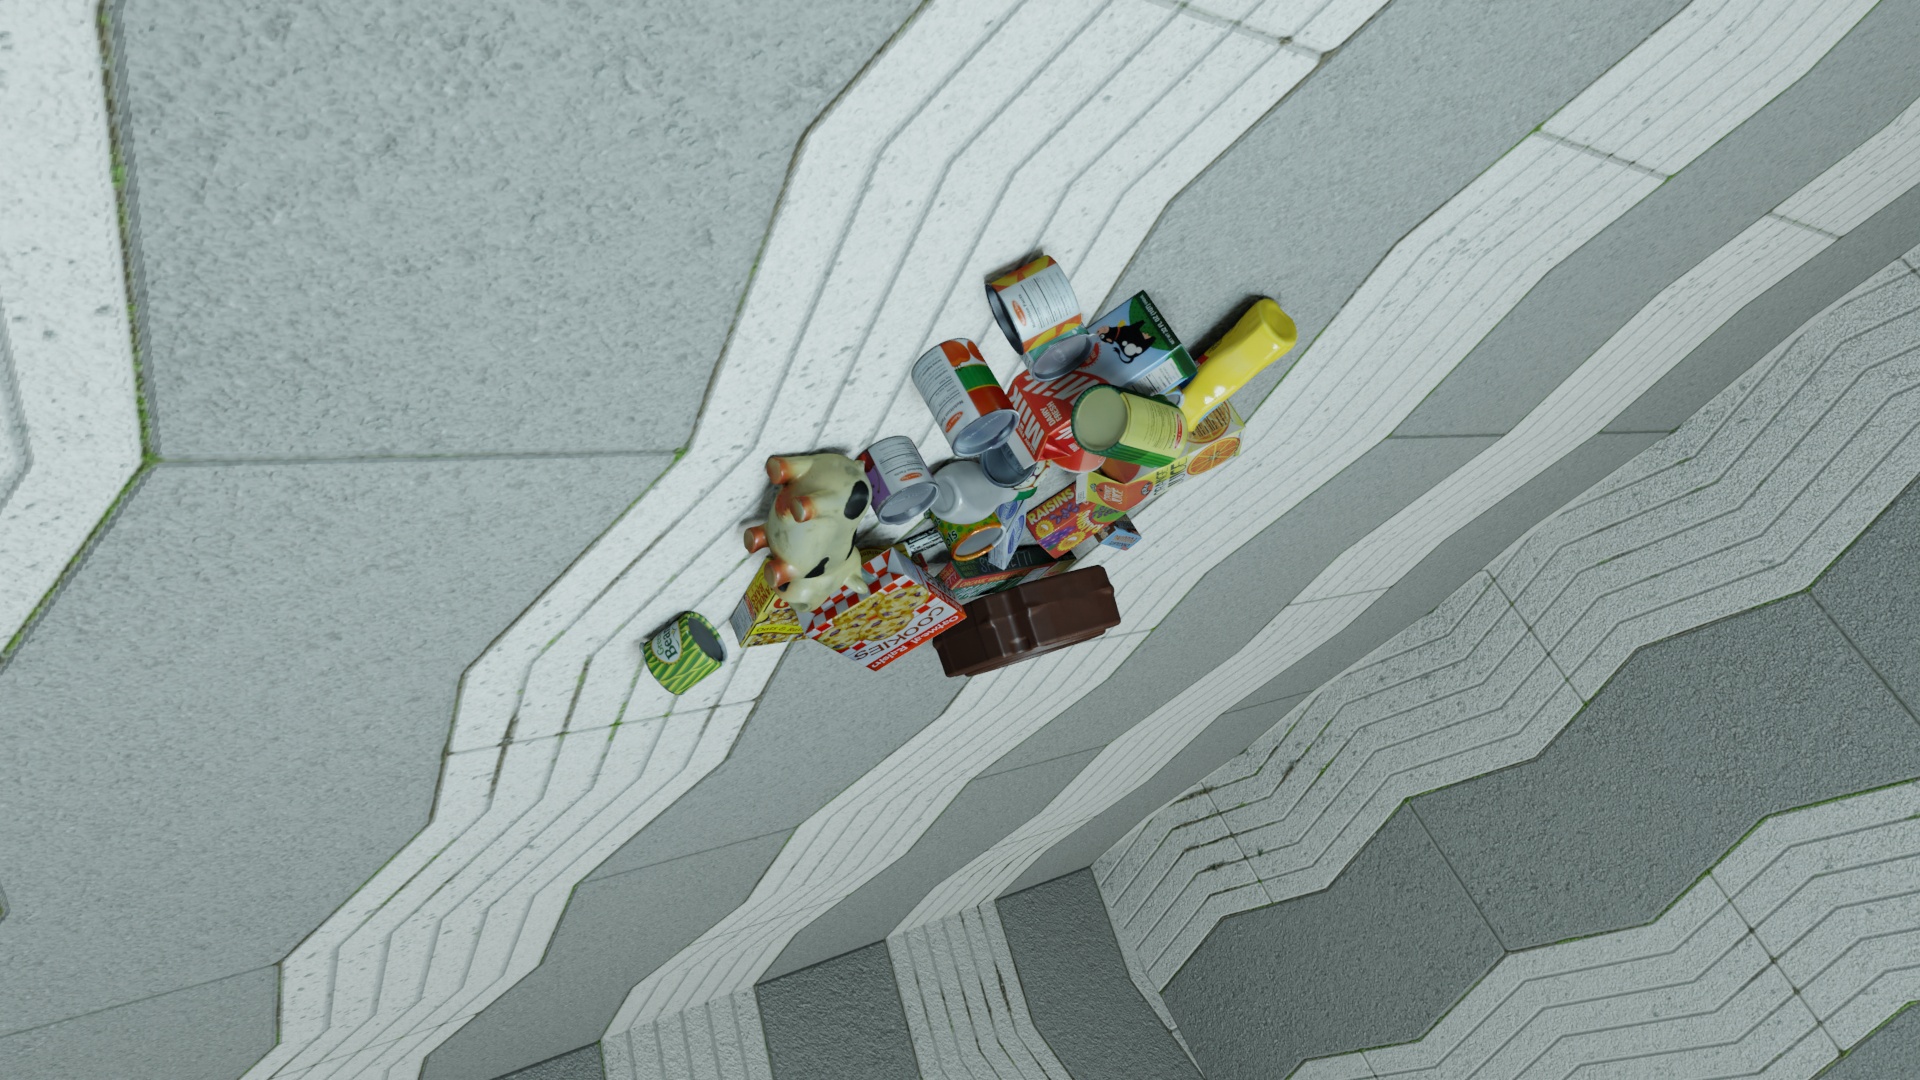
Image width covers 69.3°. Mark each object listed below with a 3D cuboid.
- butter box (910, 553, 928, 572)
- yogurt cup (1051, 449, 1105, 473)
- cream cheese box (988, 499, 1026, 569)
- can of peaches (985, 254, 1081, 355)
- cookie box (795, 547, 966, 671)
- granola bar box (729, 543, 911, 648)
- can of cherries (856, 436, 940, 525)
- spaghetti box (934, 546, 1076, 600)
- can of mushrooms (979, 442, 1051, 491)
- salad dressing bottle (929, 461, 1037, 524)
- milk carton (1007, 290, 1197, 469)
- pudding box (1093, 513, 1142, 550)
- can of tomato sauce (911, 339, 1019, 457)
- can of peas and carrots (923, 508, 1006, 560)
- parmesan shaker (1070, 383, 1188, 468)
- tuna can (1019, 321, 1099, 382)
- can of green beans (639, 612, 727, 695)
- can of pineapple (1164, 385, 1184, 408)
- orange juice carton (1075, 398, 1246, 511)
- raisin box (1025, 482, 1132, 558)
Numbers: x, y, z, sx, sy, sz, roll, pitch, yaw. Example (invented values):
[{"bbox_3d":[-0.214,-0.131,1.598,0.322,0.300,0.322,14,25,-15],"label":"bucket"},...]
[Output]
[{"bbox_3d":[-0.065,0.052,1.593,0.053,0.024,0.103,-24,157,-14],"label":"butter box"},{"bbox_3d":[0.122,-0.111,1.422,0.072,0.072,0.053,-18,147,-25],"label":"yogurt cup"},{"bbox_3d":[0.052,-0.012,1.563,0.053,0.024,0.103,-62,168,-22],"label":"cream cheese box"},{"bbox_3d":[0.061,-0.198,1.163,0.058,0.071,0.071,-28,157,-4],"label":"can of peaches"},{"bbox_3d":[-0.082,0.075,1.469,0.123,0.040,0.167,-31,153,11],"label":"cookie box"},{"bbox_3d":[-0.146,0.059,1.474,0.166,0.039,0.123,-6,148,-35],"label":"granola bar box"},{"bbox_3d":[-0.063,-0.056,1.323,0.071,0.058,0.071,-26,157,-11],"label":"can of cherries"},{"bbox_3d":[0.053,0.037,1.664,0.050,0.029,0.251,-45,159,31],"label":"spaghetti box"},{"bbox_3d":[0.057,-0.085,1.393,0.071,0.071,0.033,-38,156,20],"label":"can of mushrooms"},{"bbox_3d":[0.026,-0.053,1.436,0.044,0.064,0.148,-32,168,36],"label":"salad dressing bottle"},{"bbox_3d":[0.123,-0.147,1.332,0.190,0.072,0.073,-34,156,10],"label":"milk carton"},{"bbox_3d":[0.186,-0.018,1.709,0.030,0.050,0.084,-39,155,19],"label":"pudding box"},{"bbox_3d":[0.005,-0.125,1.223,0.071,0.083,0.071,-25,157,-11],"label":"can of tomato sauce"},{"bbox_3d":[0.005,-0.019,1.481,0.071,0.059,0.070,-25,156,-11],"label":"can of peas and carrots"},{"bbox_3d":[0.155,-0.108,1.278,0.071,0.071,0.103,-42,152,27],"label":"parmesan shaker"},{"bbox_3d":[0.089,-0.180,1.273,0.071,0.033,0.070,-25,157,-11],"label":"tuna can"},{"bbox_3d":[-0.280,0.115,1.415,0.057,0.071,0.071,-35,157,12],"label":"can of green beans"},{"bbox_3d":[0.185,-0.152,1.414,0.071,0.058,0.070,-24,157,-11],"label":"can of pineapple"},{"bbox_3d":[0.213,-0.097,1.543,0.193,0.073,0.071,-26,157,-7],"label":"orange juice carton"},{"bbox_3d":[0.142,-0.036,1.635,0.123,0.040,0.086,-34,158,8],"label":"raisin box"}]
